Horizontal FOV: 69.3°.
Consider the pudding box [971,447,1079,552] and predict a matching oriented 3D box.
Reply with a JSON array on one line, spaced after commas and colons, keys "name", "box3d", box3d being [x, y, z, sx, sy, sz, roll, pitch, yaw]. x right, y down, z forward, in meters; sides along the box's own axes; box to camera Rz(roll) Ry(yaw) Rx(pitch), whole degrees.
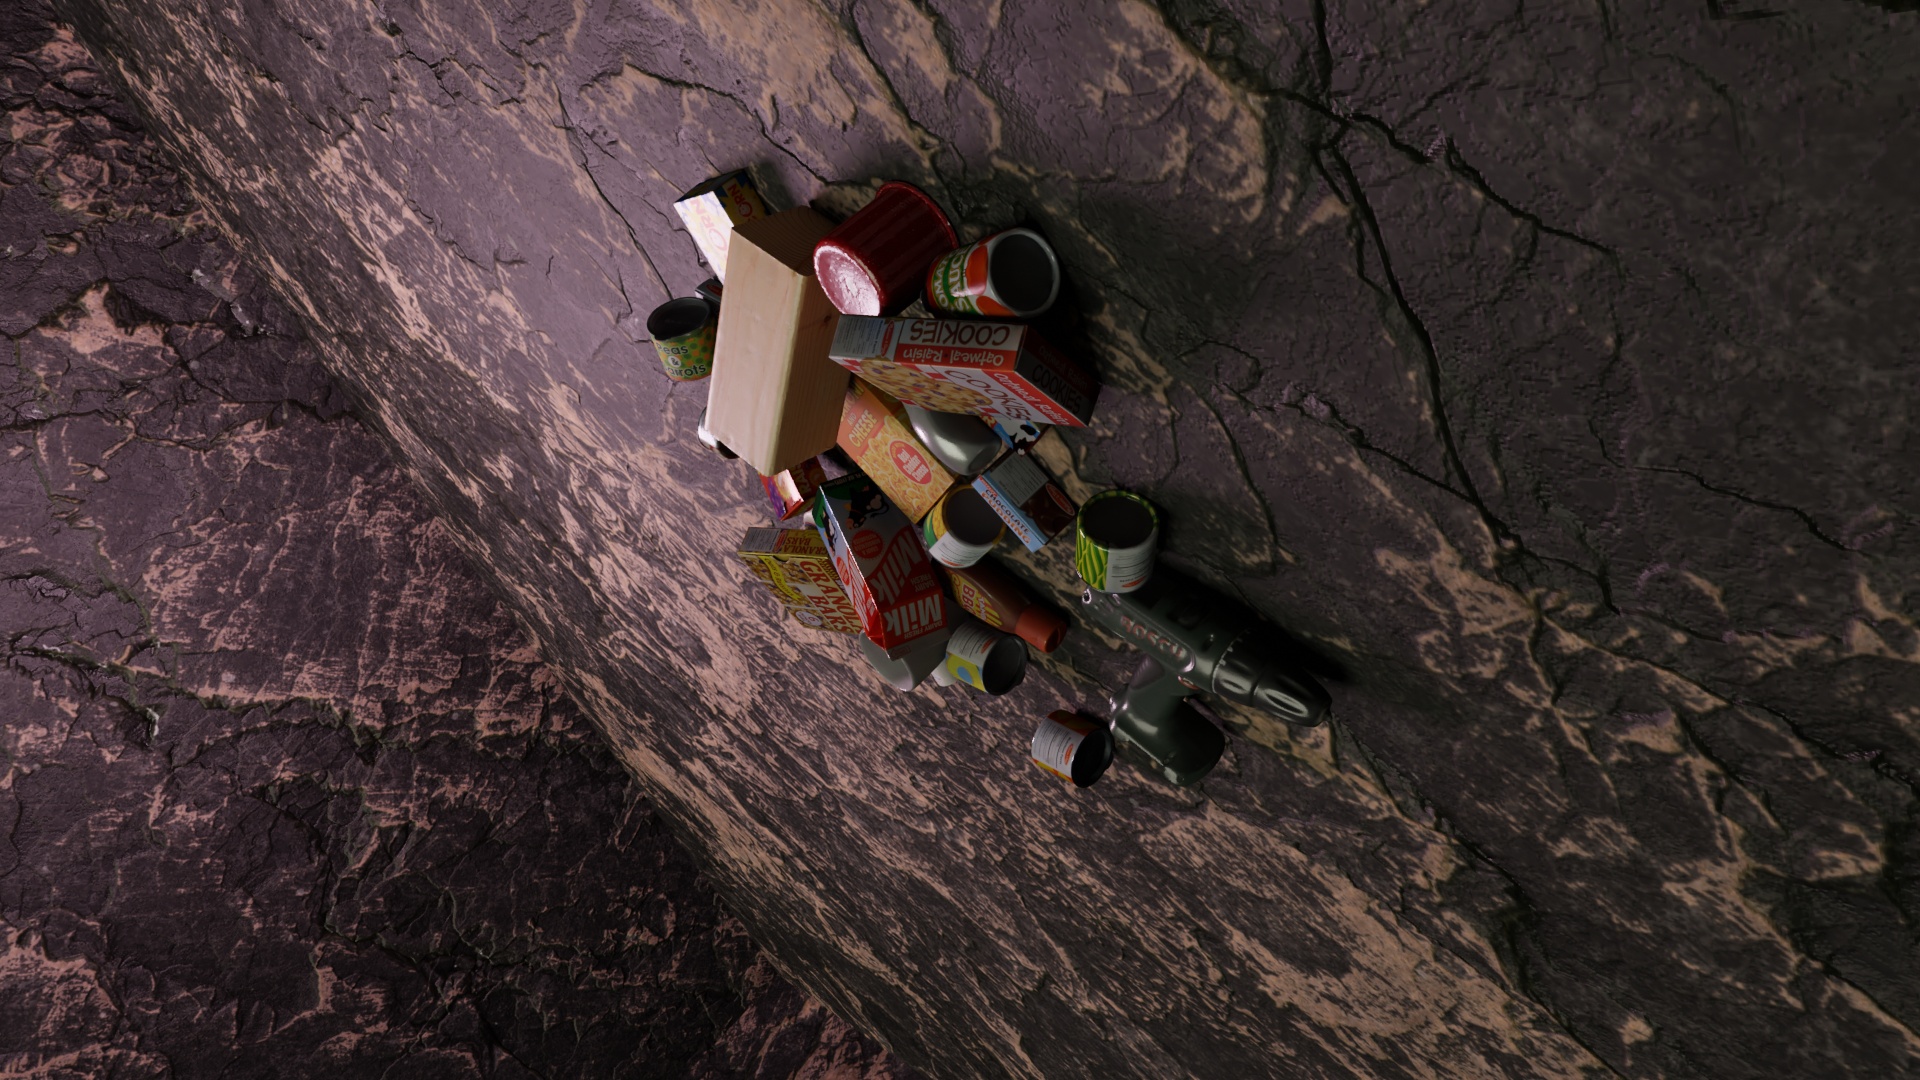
[{"name": "pudding box", "box3d": [0.056, -0.037, 1.202, 0.083, 0.050, 0.030, 47, 155, -1]}]

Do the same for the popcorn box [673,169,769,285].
[{"name": "popcorn box", "box3d": [-0.199, -0.269, 1.274, 0.085, 0.038, 0.126, 6, 133, 54]}]

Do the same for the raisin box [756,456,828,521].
[{"name": "raisin box", "box3d": [-0.188, -0.091, 1.464, 0.123, 0.040, 0.086, 65, 153, 5]}]

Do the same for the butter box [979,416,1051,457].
[{"name": "butter box", "box3d": [0.029, -0.121, 1.154, 0.103, 0.024, 0.053, 45, 153, 4]}]

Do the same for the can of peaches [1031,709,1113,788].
[{"name": "can of peaches", "box3d": [0.118, 0.217, 1.449, 0.058, 0.071, 0.071, 21, 144, 41]}]

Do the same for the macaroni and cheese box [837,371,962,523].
[{"name": "macaroni and cheese box", "box3d": [-0.070, -0.106, 1.306, 0.166, 0.040, 0.123, 47, 153, 0]}]

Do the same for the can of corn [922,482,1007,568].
[{"name": "can of corn", "box3d": [0.005, -0.016, 1.294, 0.071, 0.071, 0.058, 47, 153, 1]}]

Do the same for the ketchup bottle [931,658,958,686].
[{"name": "ketchup bottle", "box3d": [-0.046, 0.096, 1.549, 0.064, 0.044, 0.148, 5, 132, 58]}]

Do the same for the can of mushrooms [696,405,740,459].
[{"name": "can of mushrooms", "box3d": [-0.252, -0.125, 1.529, 0.033, 0.071, 0.070, 28, 148, 32]}]

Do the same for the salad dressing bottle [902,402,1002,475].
[{"name": "salad dressing bottle", "box3d": [-0.027, -0.122, 1.201, 0.148, 0.064, 0.043, 48, 138, 17]}]

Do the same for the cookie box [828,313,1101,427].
[{"name": "cookie box", "box3d": [0.005, -0.130, 1.057, 0.167, 0.040, 0.123, 9, 171, 33]}]

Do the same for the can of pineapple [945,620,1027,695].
[{"name": "can of pineapple", "box3d": [0.027, 0.123, 1.451, 0.058, 0.071, 0.070, 21, 144, 43]}]

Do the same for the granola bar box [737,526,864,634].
[{"name": "granola bar box", "box3d": [-0.159, 0.048, 1.576, 0.124, 0.039, 0.165, 3, 147, 29]}]

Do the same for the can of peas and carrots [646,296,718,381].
[{"name": "can of peas and carrots", "box3d": [-0.273, -0.199, 1.388, 0.071, 0.071, 0.058, 27, 148, 34]}]

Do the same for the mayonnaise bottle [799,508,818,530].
[{"name": "mayonnaise bottle", "box3d": [-0.148, -0.017, 1.546, 0.065, 0.041, 0.147, 36, 153, 6]}]

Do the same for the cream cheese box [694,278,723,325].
[{"name": "cream cheese box", "box3d": [-0.234, -0.213, 1.420, 0.053, 0.024, 0.103, 30, 150, 32]}]

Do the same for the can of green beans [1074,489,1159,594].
[{"name": "can of green beans", "box3d": [0.127, 0.001, 1.129, 0.071, 0.071, 0.057, 34, 150, 25]}]

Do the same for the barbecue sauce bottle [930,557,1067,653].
[{"name": "barbecue sauce bottle", "box3d": [0.037, 0.059, 1.372, 0.149, 0.044, 0.064, 32, 148, 28]}]

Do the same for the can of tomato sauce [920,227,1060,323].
[{"name": "can of tomato sauce", "box3d": [0.022, -0.189, 1.018, 0.083, 0.071, 0.071, -3, 125, 57]}]

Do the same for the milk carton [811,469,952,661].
[{"name": "milk carton", "box3d": [-0.078, 0.027, 1.395, 0.191, 0.072, 0.073, 63, 158, 18]}]
